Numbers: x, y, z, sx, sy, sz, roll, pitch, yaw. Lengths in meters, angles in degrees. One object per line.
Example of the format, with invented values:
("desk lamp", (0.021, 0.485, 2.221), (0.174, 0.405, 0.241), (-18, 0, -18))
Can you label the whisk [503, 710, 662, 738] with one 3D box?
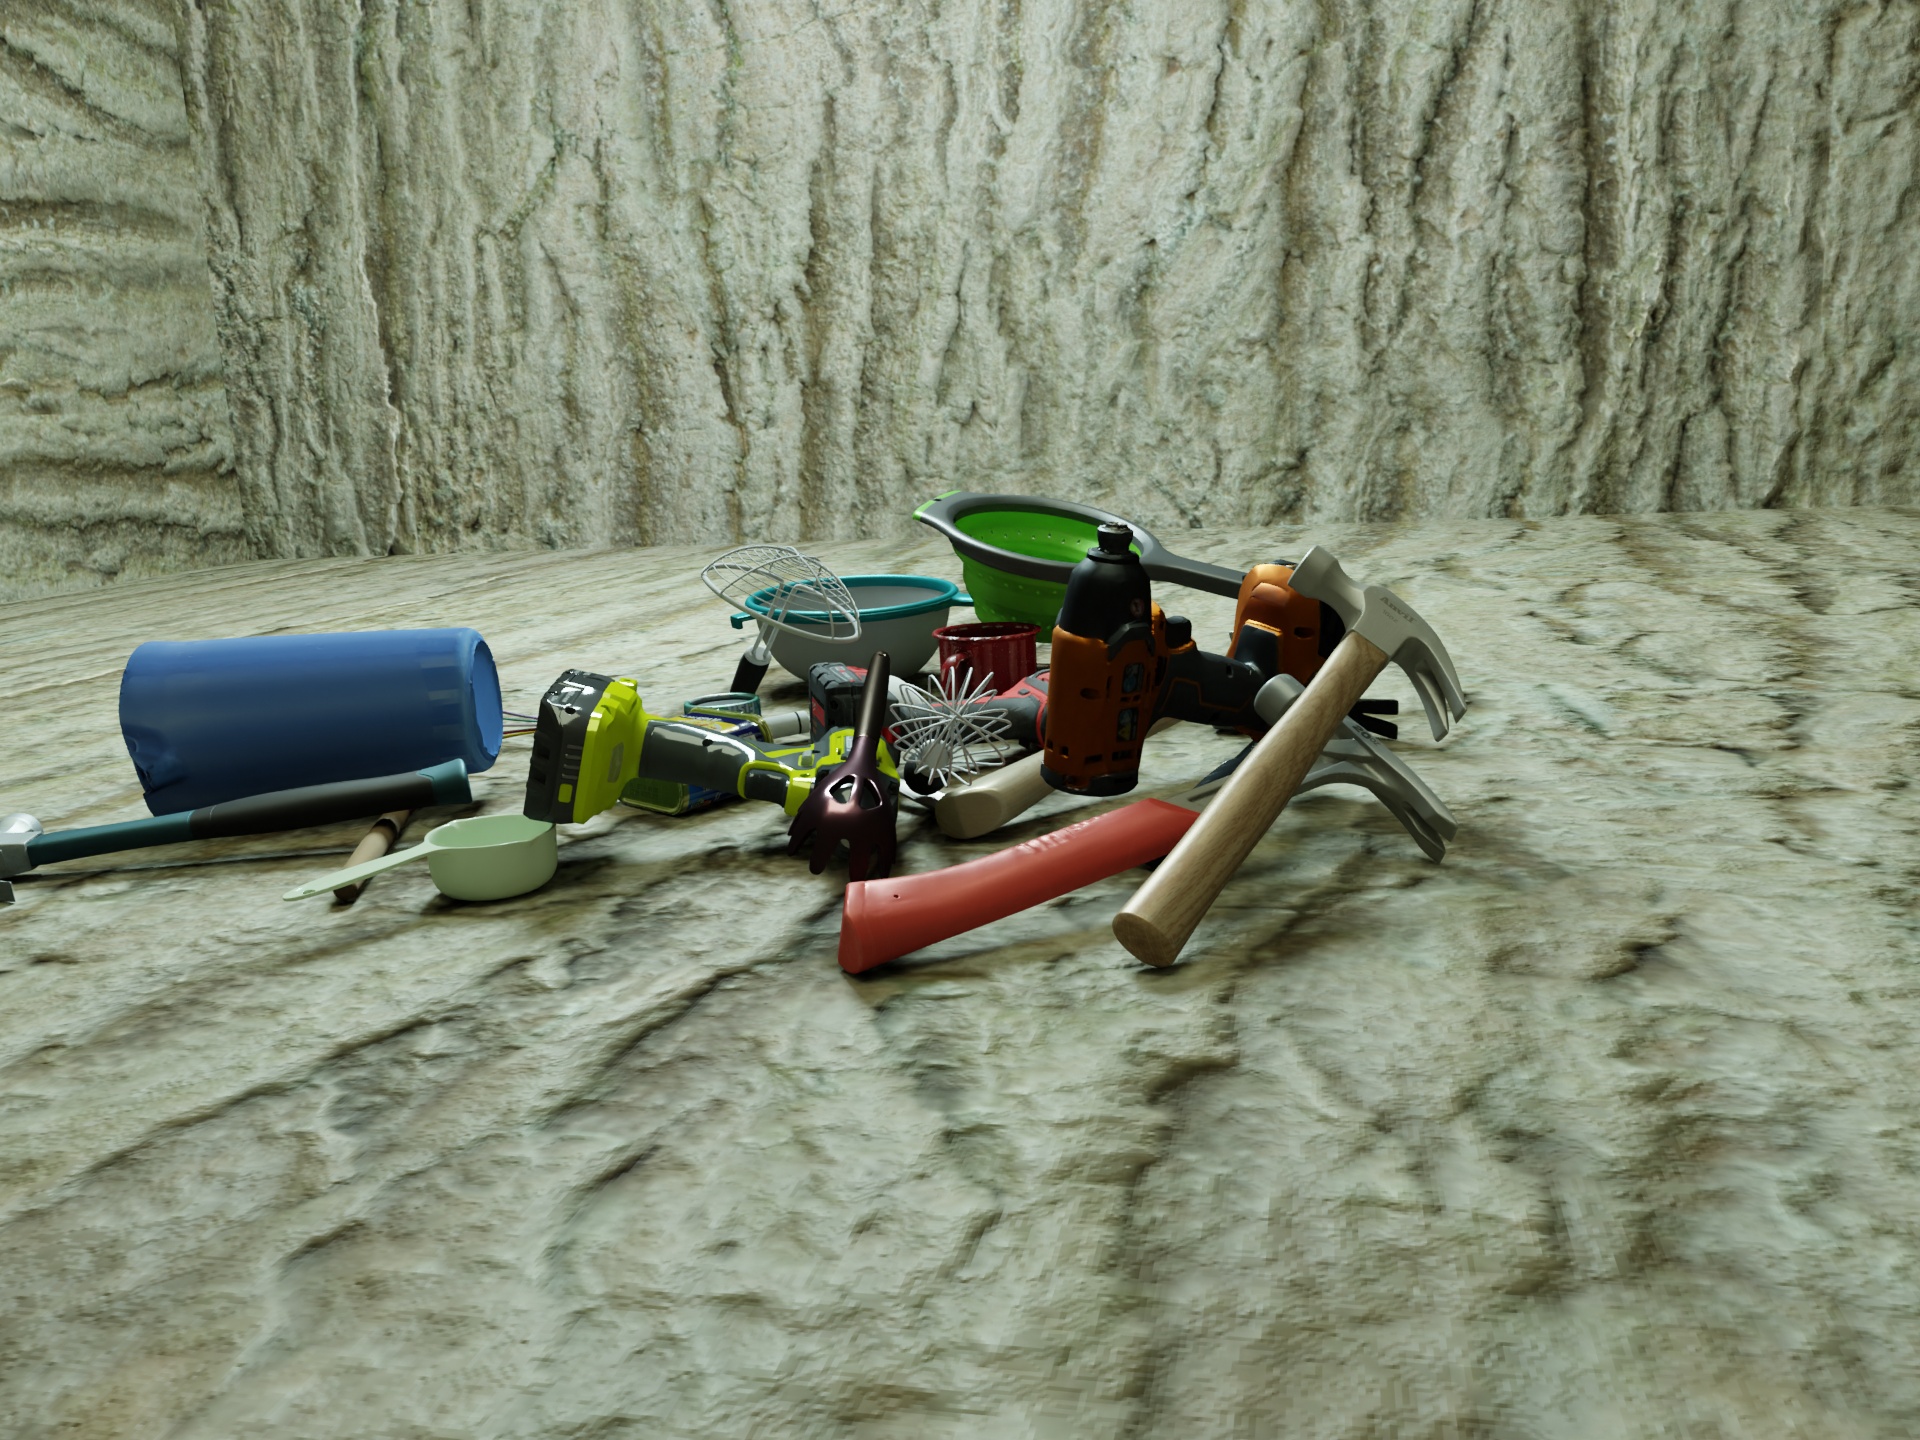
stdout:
("whisk", (-0.379, 0.008, 1.362), (0.245, 0.051, 0.047), (0, 44, -6))

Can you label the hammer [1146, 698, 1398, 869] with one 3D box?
("hammer", (0.200, 0.032, 1.088), (0.149, 0.036, 0.409), (3, 13, 22))

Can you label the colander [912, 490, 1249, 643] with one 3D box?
("colander", (0.147, -0.107, 1.403), (0.397, 0.094, 0.204), (16, 25, 17))

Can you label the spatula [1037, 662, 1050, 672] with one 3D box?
("spatula", (0.089, -0.042, 1.466), (0.018, 0.060, 0.316), (24, -13, -39))

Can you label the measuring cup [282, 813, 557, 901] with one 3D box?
("measuring cup", (-0.309, 0.093, 0.922), (0.083, 0.038, 0.167), (7, 17, 41))

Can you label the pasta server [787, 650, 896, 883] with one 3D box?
("pasta server", (-0.059, 0.014, 0.969), (0.060, 0.040, 0.316), (15, 18, -5))

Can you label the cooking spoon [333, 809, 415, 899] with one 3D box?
("cooking spoon", (-0.391, 0.071, 1.093), (0.068, 0.017, 0.319), (-10, 12, -8))

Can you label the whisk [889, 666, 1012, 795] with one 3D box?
("whisk", (-0.012, 0.019, 0.952), (0.070, 0.070, 0.284), (-4, -9, -5))

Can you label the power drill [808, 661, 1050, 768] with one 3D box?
("power drill", (-0.002, -0.004, 1.223), (0.219, 0.078, 0.143), (-3, 11, -13))

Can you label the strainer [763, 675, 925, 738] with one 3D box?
("strainer", (-0.125, -0.001, 1.329), (0.258, 0.050, 0.087), (-12, 28, -22))

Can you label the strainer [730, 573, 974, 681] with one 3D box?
("strainer", (-0.042, -0.081, 1.560), (0.340, 0.095, 0.211), (2, 15, 12))

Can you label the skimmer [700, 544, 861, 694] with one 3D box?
("skimmer", (-0.167, -0.051, 1.308), (0.127, 0.090, 0.363), (21, -23, -9))

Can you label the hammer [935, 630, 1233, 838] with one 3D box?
("hammer", (0.135, -0.004, 1.139), (0.410, 0.038, 0.146), (-24, 10, -38))

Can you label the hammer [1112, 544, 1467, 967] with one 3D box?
("hammer", (0.179, 0.022, 0.869), (0.130, 0.031, 0.331), (37, 49, 10))

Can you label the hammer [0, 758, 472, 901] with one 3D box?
("hammer", (-0.490, 0.066, 1.051), (0.331, 0.033, 0.128), (-9, 13, -6))

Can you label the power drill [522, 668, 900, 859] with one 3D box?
("power drill", (-0.149, 0.033, 0.994), (0.223, 0.080, 0.171), (10, 12, -6))

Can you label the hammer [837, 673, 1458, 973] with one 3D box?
("hammer", (0.097, 0.069, 0.859), (0.359, 0.036, 0.149), (-17, 48, -29))

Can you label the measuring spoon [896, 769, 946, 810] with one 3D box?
("measuring spoon", (-0.031, 0.056, 1.094), (0.034, 0.018, 0.124), (-18, 25, -38))

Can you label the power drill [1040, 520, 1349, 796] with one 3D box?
("power drill", (0.151, -0.047, 1.004), (0.226, 0.164, 0.084), (-8, 21, -35))
